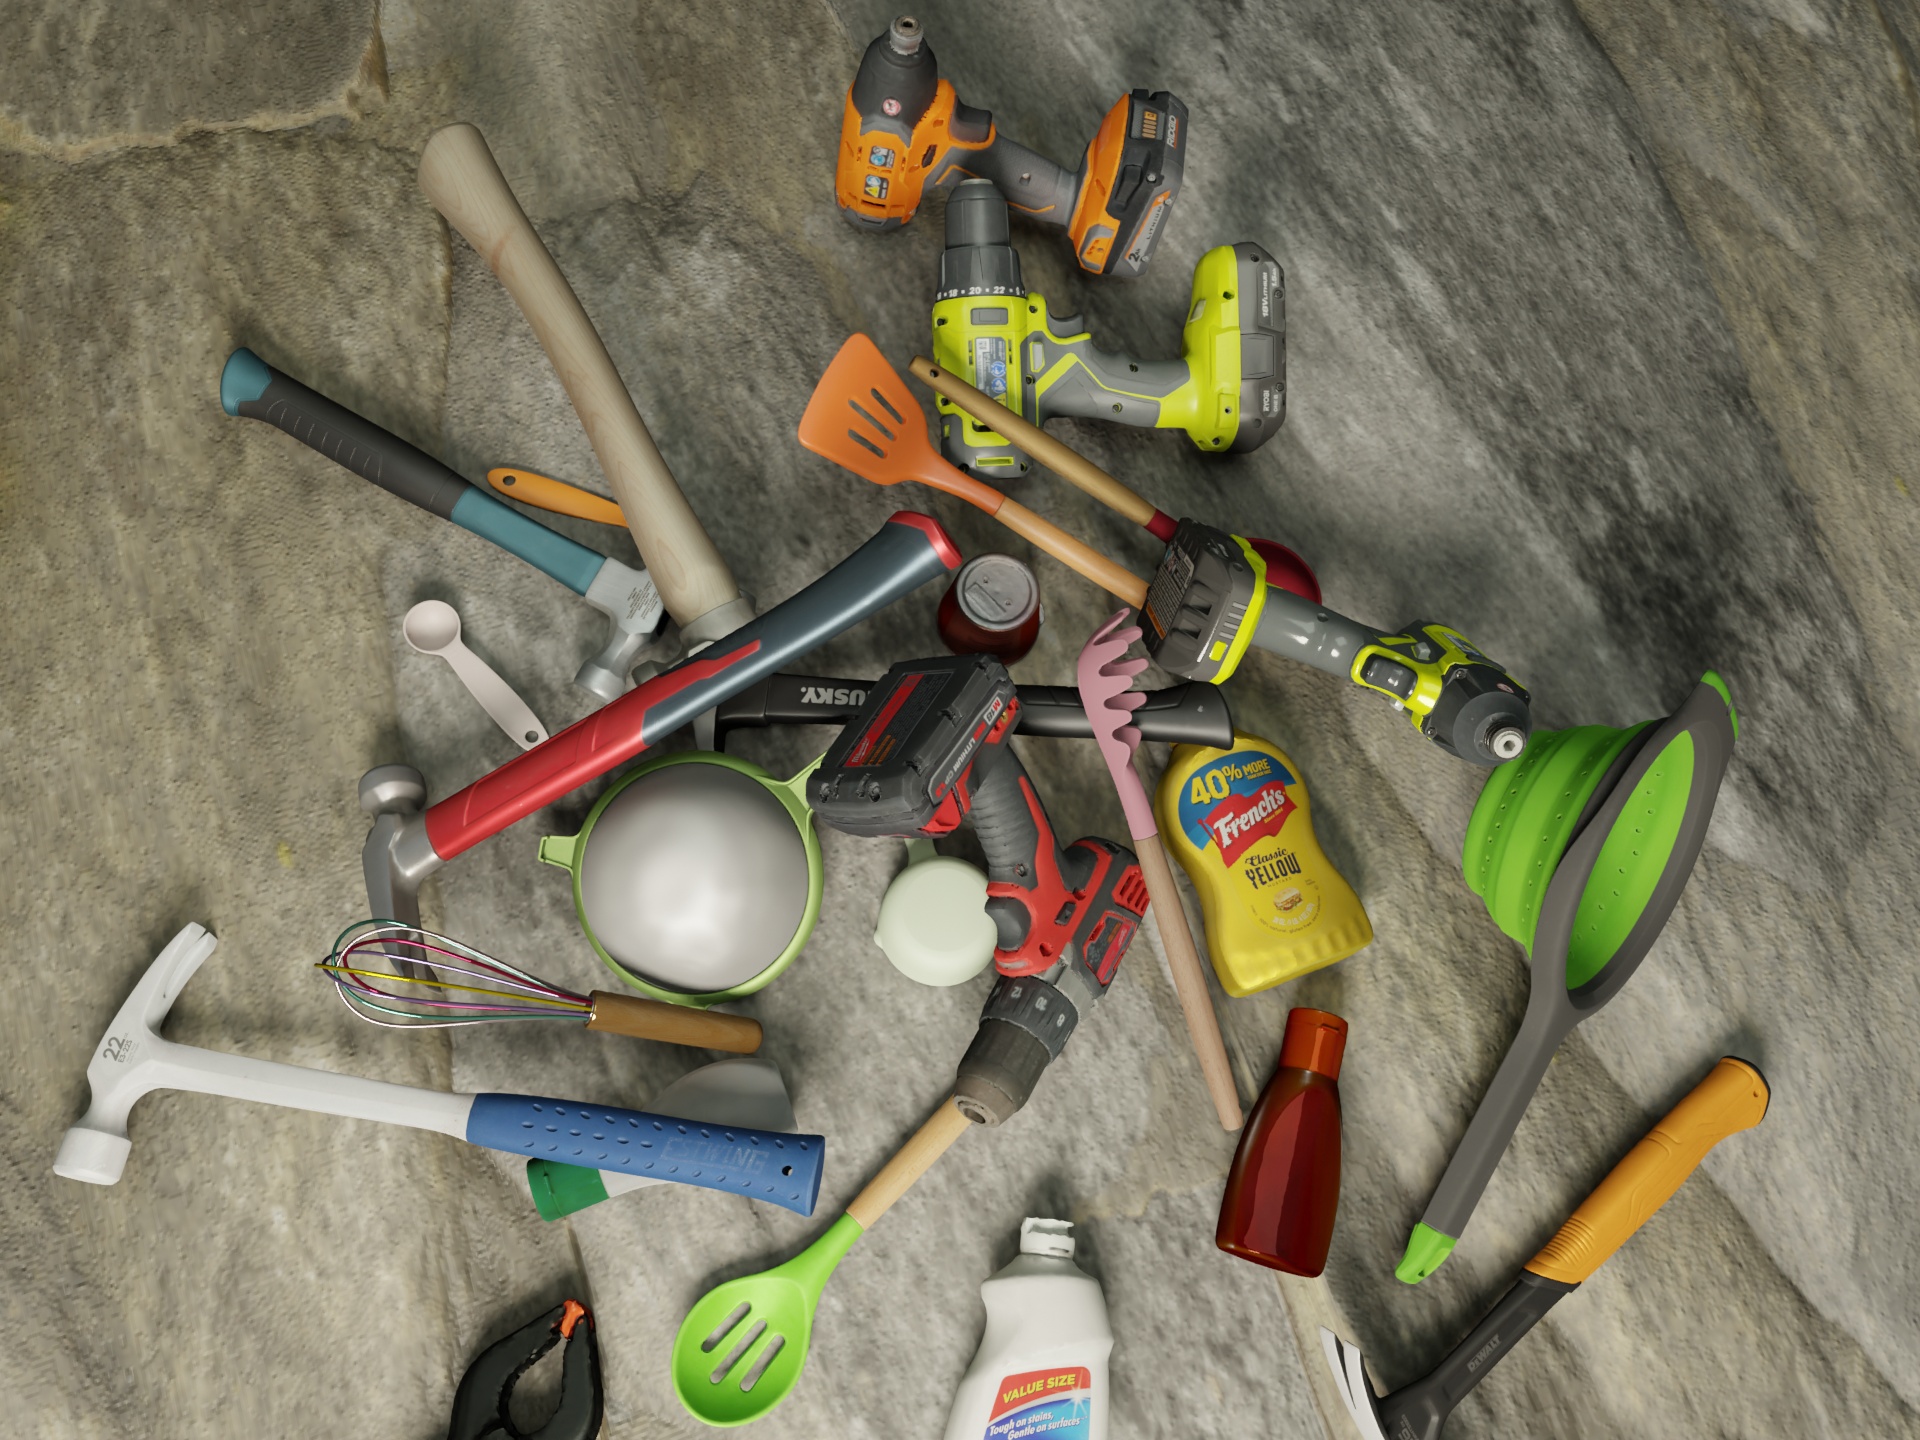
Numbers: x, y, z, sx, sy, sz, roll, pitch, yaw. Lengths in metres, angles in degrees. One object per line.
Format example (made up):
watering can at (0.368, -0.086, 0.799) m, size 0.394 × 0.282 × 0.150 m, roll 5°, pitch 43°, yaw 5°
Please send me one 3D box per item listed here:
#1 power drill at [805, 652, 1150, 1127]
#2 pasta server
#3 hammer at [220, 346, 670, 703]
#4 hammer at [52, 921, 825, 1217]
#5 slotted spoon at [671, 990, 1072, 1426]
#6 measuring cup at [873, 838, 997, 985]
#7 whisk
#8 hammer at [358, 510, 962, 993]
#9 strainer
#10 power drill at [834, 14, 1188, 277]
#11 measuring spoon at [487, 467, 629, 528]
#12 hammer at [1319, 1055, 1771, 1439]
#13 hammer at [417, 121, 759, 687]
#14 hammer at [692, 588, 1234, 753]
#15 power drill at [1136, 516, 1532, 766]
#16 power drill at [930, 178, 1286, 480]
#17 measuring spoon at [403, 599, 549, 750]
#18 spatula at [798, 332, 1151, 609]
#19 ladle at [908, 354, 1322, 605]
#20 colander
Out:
power drill at (0.012, 0.095, 0.885) m, size 0.226 × 0.080 × 0.188 m, roll 55°, pitch 52°, yaw -29°
pasta server at (0.123, 0.091, 0.929) m, size 0.040 × 0.060 × 0.316 m, roll -15°, pitch 97°, yaw 18°
hammer at (-0.327, -0.143, 1.009) m, size 0.331 × 0.033 × 0.128 m, roll 29°, pitch 78°, yaw 5°
hammer at (-0.274, 0.208, 0.867) m, size 0.405 × 0.035 × 0.144 m, roll 8°, pitch 65°, yaw 4°
slotted spoon at (-0.041, 0.269, 0.911) m, size 0.070 × 0.031 × 0.314 m, roll 43°, pitch 70°, yaw 8°
measuring cup at (-0.022, 0.077, 0.970) m, size 0.083 × 0.038 × 0.168 m, roll -11°, pitch 72°, yaw -10°
whisk at (-0.225, 0.152, 0.869) m, size 0.244 × 0.047 × 0.051 m, roll 15°, pitch 47°, yaw -25°
hammer at (-0.167, 0.006, 0.883) m, size 0.386 × 0.038 × 0.143 m, roll -29°, pitch 57°, yaw 9°
strainer at (-0.116, 0.059, 0.909) m, size 0.256 × 0.069 × 0.151 m, roll -38°, pitch 86°, yaw 3°
power drill at (0.033, -0.387, 1.069) m, size 0.226 × 0.164 × 0.084 m, roll 10°, pitch 66°, yaw -5°
measuring spoon at (-0.251, -0.144, 1.032) m, size 0.117 × 0.011 × 0.021 m, roll 17°, pitch 70°, yaw -1°
hammer at (0.354, 0.303, 0.926) m, size 0.337 × 0.034 × 0.127 m, roll -35°, pitch 104°, yaw -19°
hammer at (-0.217, -0.206, 0.989) m, size 0.146 × 0.038 × 0.411 m, roll -28°, pitch 80°, yaw -8°
hammer at (-0.002, -0.003, 0.973) m, size 0.335 × 0.035 × 0.146 m, roll 3°, pitch 72°, yaw 5°
power drill at (0.229, -0.041, 0.962) m, size 0.223 × 0.171 × 0.080 m, roll 19°, pitch 107°, yaw -7°
power drill at (0.093, -0.258, 1.051) m, size 0.228 × 0.080 × 0.190 m, roll -3°, pitch 97°, yaw -9°
measuring spoon at (-0.298, -0.023, 0.988) m, size 0.034 × 0.018 × 0.124 m, roll -42°, pitch 87°, yaw -18°
spatula at (0.047, -0.125, 1.008) m, size 0.322 × 0.041 × 0.081 m, roll 30°, pitch 78°, yaw -12°
ladle at (0.100, -0.143, 1.023) m, size 0.315 × 0.031 × 0.069 m, roll 31°, pitch 85°, yaw -14°
colander at (0.332, 0.142, 0.961) m, size 0.095 × 0.204 × 0.397 m, roll 26°, pitch 85°, yaw 38°
